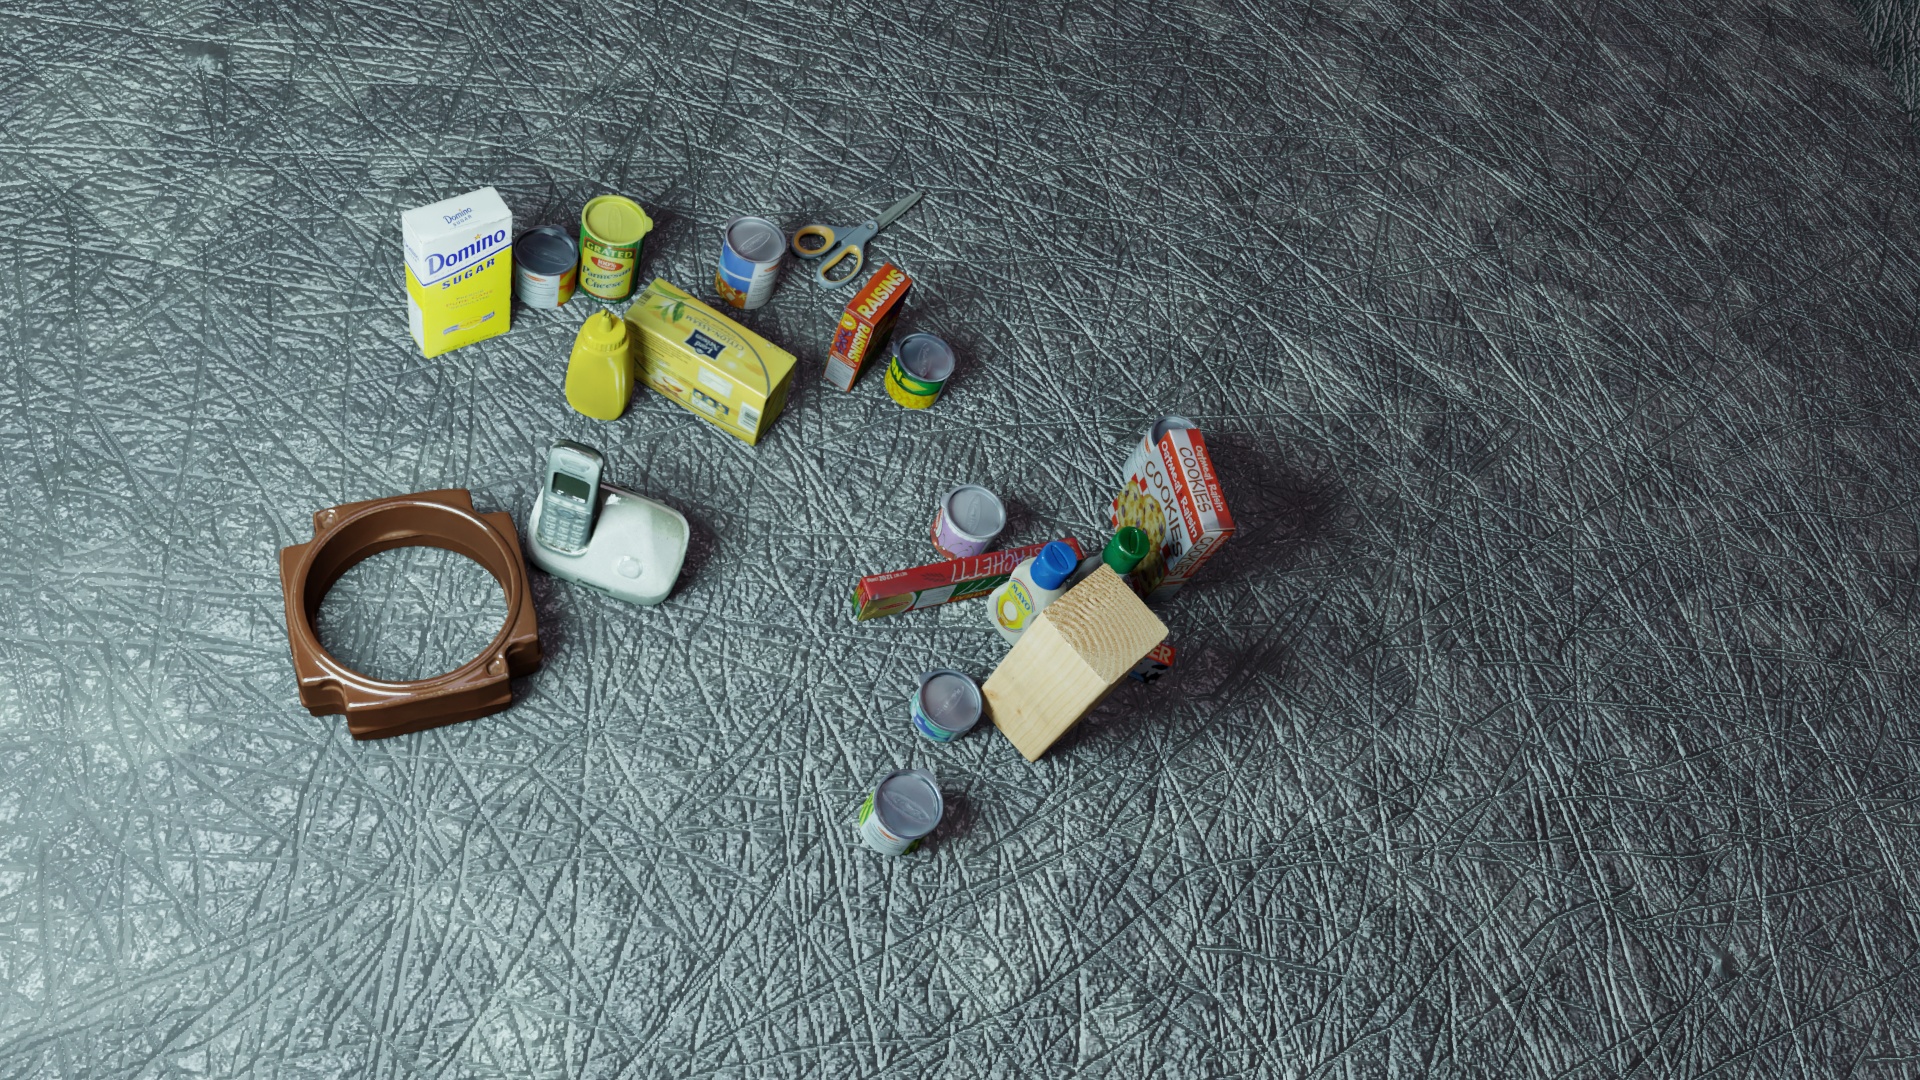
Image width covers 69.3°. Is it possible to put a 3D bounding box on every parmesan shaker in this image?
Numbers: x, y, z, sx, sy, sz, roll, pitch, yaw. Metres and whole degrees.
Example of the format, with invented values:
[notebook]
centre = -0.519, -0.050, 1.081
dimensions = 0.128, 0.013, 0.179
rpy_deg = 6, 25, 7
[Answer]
[parmesan shaker]
centre = -0.366, -0.304, 1.466
dimensions = 0.071, 0.102, 0.071
rpy_deg = 9, 59, -15

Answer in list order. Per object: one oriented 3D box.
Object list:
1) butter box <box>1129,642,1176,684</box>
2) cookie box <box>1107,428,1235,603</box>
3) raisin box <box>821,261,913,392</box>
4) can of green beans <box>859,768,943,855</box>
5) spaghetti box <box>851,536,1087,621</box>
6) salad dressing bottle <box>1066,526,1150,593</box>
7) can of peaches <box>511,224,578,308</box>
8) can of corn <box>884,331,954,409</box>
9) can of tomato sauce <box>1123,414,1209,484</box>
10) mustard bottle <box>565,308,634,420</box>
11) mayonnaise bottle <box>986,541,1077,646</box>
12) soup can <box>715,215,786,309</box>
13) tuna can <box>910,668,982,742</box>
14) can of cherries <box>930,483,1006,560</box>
[butter box]
centre = 0.166, 0.112, 1.441
dimensions = 0.103, 0.053, 0.024
rpy_deg = 23, 57, -6
[cookie box]
centre = 0.221, -0.024, 1.471
dimensions = 0.040, 0.166, 0.123
rpy_deg = -5, 63, -21
[raisin box]
centre = -0.102, -0.230, 1.503
dimensions = 0.040, 0.122, 0.086
rpy_deg = 35, 56, 2
[can of green beans]
centre = -0.055, 0.251, 1.281
dimensions = 0.071, 0.057, 0.071
rpy_deg = 9, 59, -15
[spaghetti box]
centre = 0.011, 0.039, 1.431
dimensions = 0.251, 0.050, 0.029
rpy_deg = -11, 66, -24
[salad dressing bottle]
centre = 0.148, 0.036, 1.422
dimensions = 0.044, 0.147, 0.064
rpy_deg = 14, 58, -11
[can of peaches]
centre = -0.436, -0.288, 1.459
dimensions = 0.071, 0.057, 0.071
rpy_deg = 9, 59, -15
[can of corn]
centre = -0.048, -0.188, 1.536
dimensions = 0.071, 0.058, 0.071
rpy_deg = 9, 59, -15
[can of tomato sauce]
centre = 0.230, -0.091, 1.563
dimensions = 0.071, 0.082, 0.071
rpy_deg = 9, 59, -15
[mustard bottle]
centre = -0.351, -0.179, 1.364
dimensions = 0.065, 0.159, 0.049
rpy_deg = 17, 57, -9
[mayonnaise bottle]
centre = 0.073, 0.050, 1.388
dimensions = 0.041, 0.147, 0.065
rpy_deg = -25, 72, -29
[soup can]
centre = -0.233, -0.306, 1.525
dimensions = 0.071, 0.083, 0.071
rpy_deg = 9, 59, -15
[tuna can]
centre = -0.016, 0.161, 1.362
dimensions = 0.071, 0.032, 0.071
rpy_deg = 9, 59, -15
[can of cherries]
centre = 0.005, -0.018, 1.457
dimensions = 0.071, 0.058, 0.072
rpy_deg = 9, 59, -15
